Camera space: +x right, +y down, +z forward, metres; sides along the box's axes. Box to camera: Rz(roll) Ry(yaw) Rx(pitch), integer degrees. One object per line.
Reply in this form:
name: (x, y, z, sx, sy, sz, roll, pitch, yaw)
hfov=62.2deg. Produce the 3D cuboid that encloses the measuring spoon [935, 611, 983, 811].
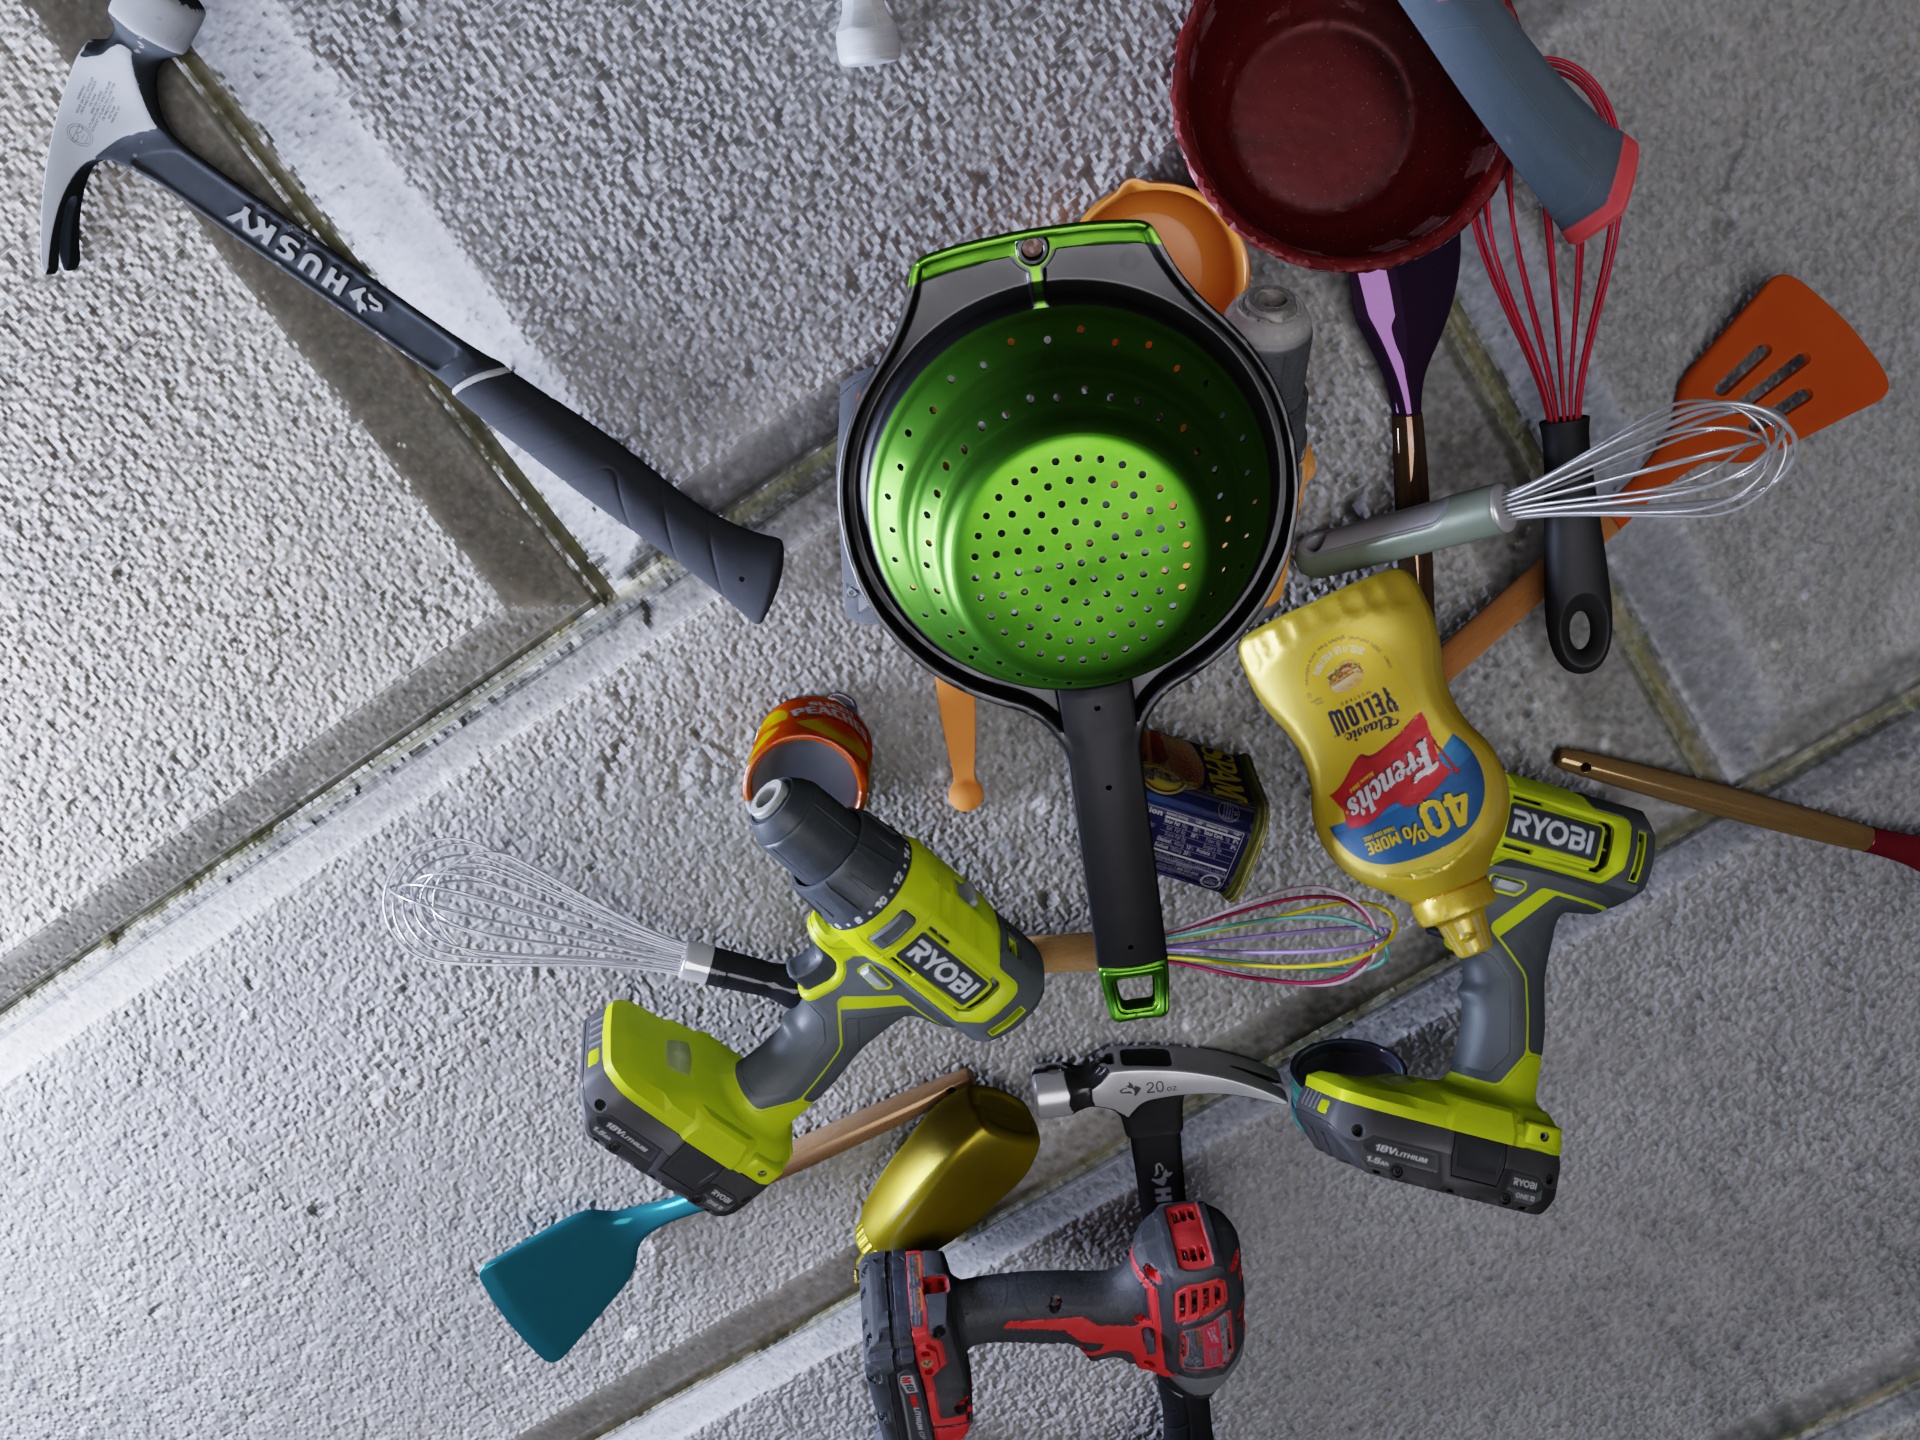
measuring spoon: (-0.001, -0.003, 0.868, 0.021, 0.011, 0.116, -5, 110, 1)

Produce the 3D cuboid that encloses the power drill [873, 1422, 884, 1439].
power drill: (0.051, 0.512, 1.007, 0.226, 0.084, 0.164, 8, 110, 5)

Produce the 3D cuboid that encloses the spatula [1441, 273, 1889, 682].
spatula: (0.316, -0.087, 0.816, 0.322, 0.041, 0.081, -43, 92, 8)

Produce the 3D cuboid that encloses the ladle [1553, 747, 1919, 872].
ladle: (0.481, 0.058, 0.887, 0.315, 0.031, 0.069, 14, 110, -4)

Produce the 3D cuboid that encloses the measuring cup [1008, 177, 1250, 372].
measuring cup: (0.053, -0.205, 0.776, 0.173, 0.052, 0.095, -15, 111, 10)

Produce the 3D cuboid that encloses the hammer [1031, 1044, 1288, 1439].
hammer: (0.137, 0.349, 0.986, 0.146, 0.035, 0.334, -7, 110, 3)

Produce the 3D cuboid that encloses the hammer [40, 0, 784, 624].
hammer: (-0.259, -0.177, 0.792, 0.408, 0.036, 0.149, 36, 107, -13)

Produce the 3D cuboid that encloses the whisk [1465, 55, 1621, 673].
whisk: (0.290, -0.165, 0.770, 0.073, 0.073, 0.295, -10, 105, 3)

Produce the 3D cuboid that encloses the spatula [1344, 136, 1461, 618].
spatula: (0.234, -0.133, 0.819, 0.059, 0.018, 0.315, -11, 110, -7)

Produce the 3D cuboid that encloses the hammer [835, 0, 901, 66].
hammer: (0.098, -0.388, 0.718, 0.331, 0.033, 0.128, -8, 111, 2)

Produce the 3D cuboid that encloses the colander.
colander: (0.061, -0.010, 0.706, 0.204, 0.095, 0.396, -8, 115, 4)

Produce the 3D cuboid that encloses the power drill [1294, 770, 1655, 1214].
power drill: (0.265, 0.134, 0.855, 0.171, 0.080, 0.223, 15, 83, -7)

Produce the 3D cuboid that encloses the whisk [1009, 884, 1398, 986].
whisk: (0.116, 0.121, 0.855, 0.245, 0.047, 0.051, -9, 145, 33)

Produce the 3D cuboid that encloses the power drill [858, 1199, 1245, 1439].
power drill: (0.058, 0.359, 0.929, 0.219, 0.079, 0.143, -10, 123, 0)

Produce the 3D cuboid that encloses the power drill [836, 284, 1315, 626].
power drill: (0.056, -0.123, 0.760, 0.226, 0.084, 0.185, 0, 139, -1)

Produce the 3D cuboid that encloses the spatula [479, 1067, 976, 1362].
spatula: (-0.132, 0.285, 0.956, 0.317, 0.044, 0.082, -27, 109, 8)

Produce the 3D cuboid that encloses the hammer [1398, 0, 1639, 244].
hammer: (0.153, -0.360, 0.677, 0.143, 0.038, 0.386, -37, 96, 3)

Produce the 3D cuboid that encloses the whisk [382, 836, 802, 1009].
whisk: (-0.180, 0.130, 0.896, 0.284, 0.070, 0.070, 16, 109, -11)

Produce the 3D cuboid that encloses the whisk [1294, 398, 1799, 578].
whisk: (0.265, -0.103, 0.754, 0.246, 0.058, 0.059, -12, 135, 44)

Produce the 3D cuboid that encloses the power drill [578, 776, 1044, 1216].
power drill: (-0.094, 0.145, 0.844, 0.228, 0.080, 0.190, -40, 119, 13)
